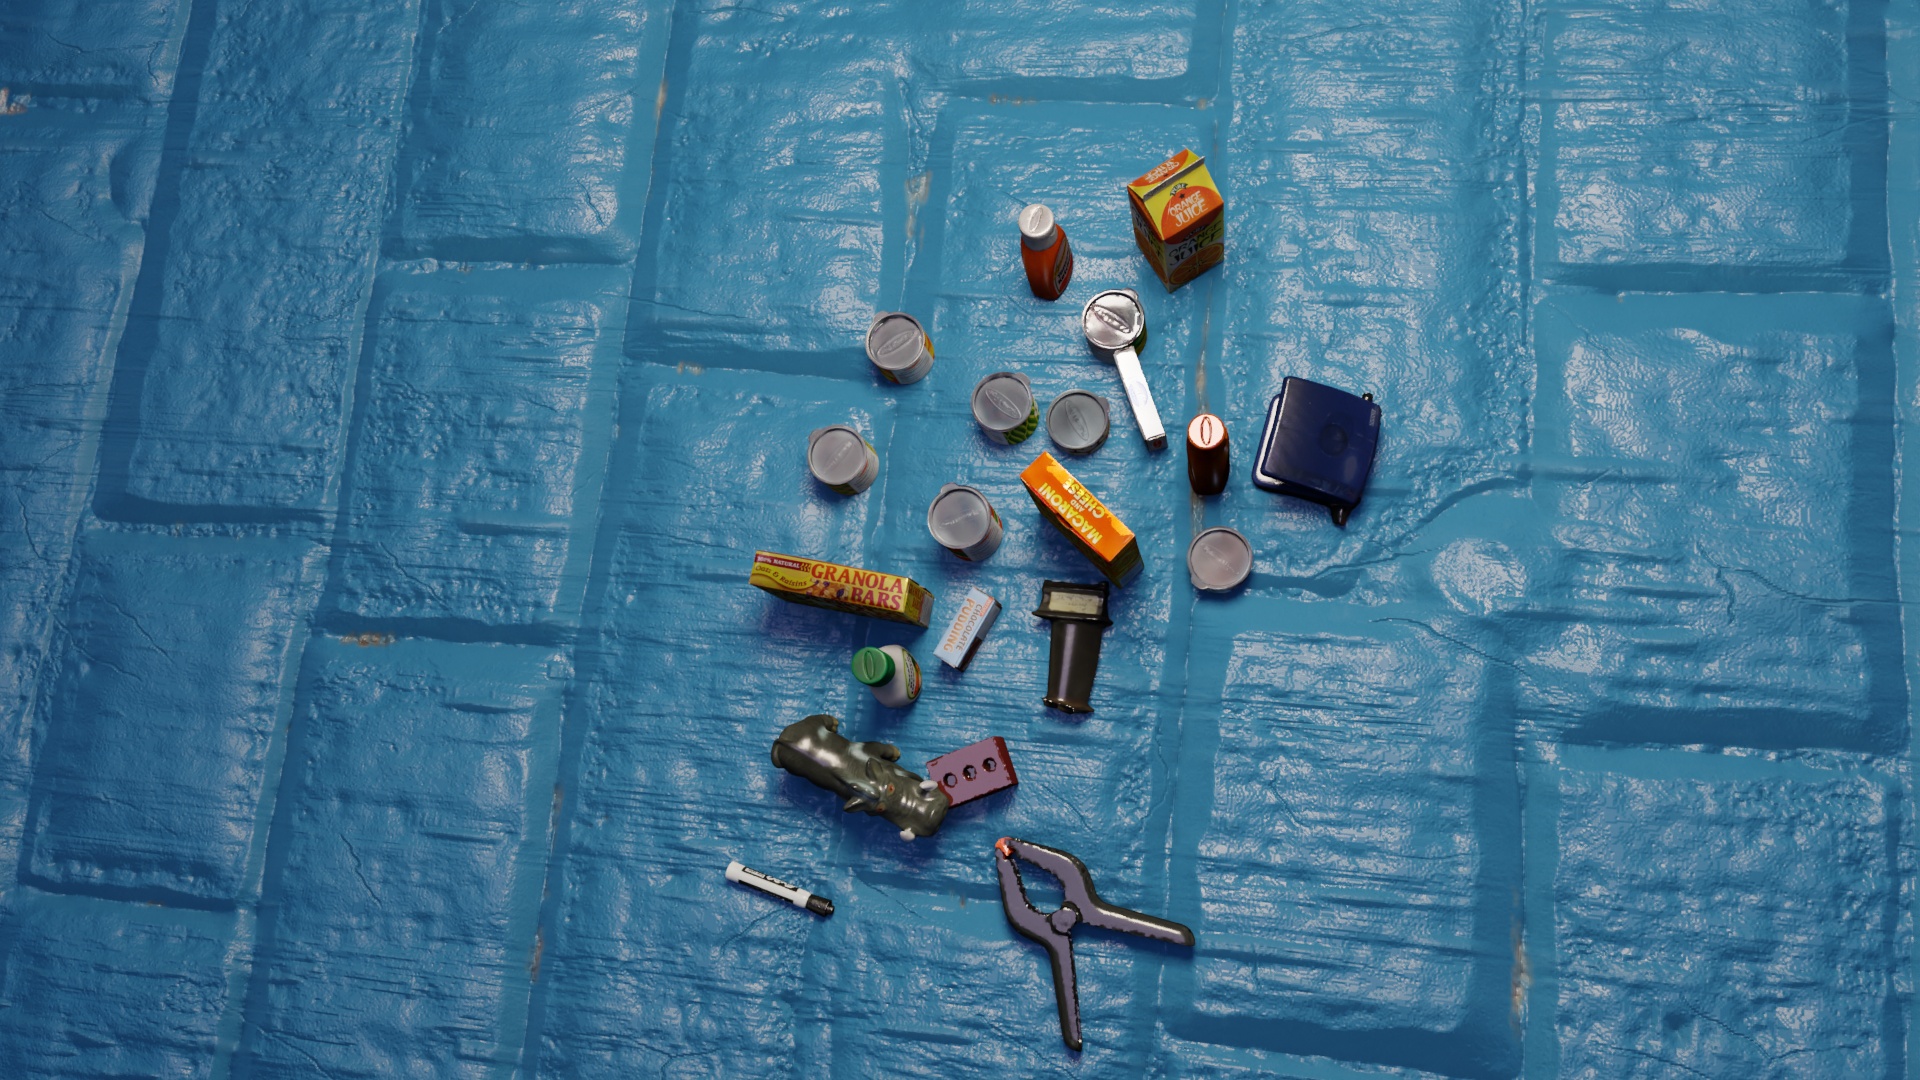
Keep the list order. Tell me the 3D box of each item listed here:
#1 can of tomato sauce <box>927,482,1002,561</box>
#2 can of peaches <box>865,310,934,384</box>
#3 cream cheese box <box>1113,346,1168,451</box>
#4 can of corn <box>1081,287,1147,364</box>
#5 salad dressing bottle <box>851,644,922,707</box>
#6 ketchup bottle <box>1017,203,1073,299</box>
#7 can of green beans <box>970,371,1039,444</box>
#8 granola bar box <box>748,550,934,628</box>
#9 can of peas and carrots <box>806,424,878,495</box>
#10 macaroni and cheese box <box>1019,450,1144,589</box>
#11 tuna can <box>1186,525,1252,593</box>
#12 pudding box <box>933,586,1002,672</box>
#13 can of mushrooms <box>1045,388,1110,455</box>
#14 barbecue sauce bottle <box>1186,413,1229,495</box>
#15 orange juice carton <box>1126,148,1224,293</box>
[{"bbox_3d":[0.005,-0.018,1.455,0.071,0.083,0.071,-2,79,10],"label":"can of tomato sauce"},{"bbox_3d":[-0.067,-0.212,1.521,0.071,0.058,0.071,-2,79,10],"label":"can of peaches"},{"bbox_3d":[0.190,-0.148,1.462,0.024,0.053,0.104,-20,76,7],"label":"cream cheese box"},{"bbox_3d":[0.166,-0.229,1.481,0.071,0.058,0.071,-2,79,10],"label":"can of corn"},{"bbox_3d":[-0.075,0.134,1.406,0.044,0.147,0.064,-9,78,9],"label":"salad dressing bottle"},{"bbox_3d":[0.088,-0.308,1.465,0.043,0.148,0.065,17,83,13],"label":"ketchup bottle"},{"bbox_3d":[0.048,-0.140,1.485,0.071,0.057,0.071,-2,79,10],"label":"can of green beans"},{"bbox_3d":[-0.121,0.051,1.443,0.165,0.124,0.039,10,81,12],"label":"granola bar box"},{"bbox_3d":[-0.129,-0.088,1.507,0.071,0.058,0.071,-2,79,10],"label":"can of peas and carrots"},{"bbox_3d":[0.124,-0.017,1.390,0.040,0.166,0.124,-45,75,0],"label":"macaroni and cheese box"},{"bbox_3d":[0.264,0.022,1.425,0.071,0.033,0.071,-2,78,10],"label":"tuna can"},{"bbox_3d":[0.008,0.093,1.449,0.030,0.049,0.084,29,85,15],"label":"pudding box"},{"bbox_3d":[0.128,-0.126,1.480,0.071,0.033,0.071,-2,78,10],"label":"can of mushrooms"},{"bbox_3d":[0.248,-0.090,1.391,0.044,0.148,0.065,0,79,11],"label":"barbecue sauce bottle"},{"bbox_3d":[0.222,-0.332,1.422,0.072,0.192,0.073,-31,75,4],"label":"orange juice carton"}]
